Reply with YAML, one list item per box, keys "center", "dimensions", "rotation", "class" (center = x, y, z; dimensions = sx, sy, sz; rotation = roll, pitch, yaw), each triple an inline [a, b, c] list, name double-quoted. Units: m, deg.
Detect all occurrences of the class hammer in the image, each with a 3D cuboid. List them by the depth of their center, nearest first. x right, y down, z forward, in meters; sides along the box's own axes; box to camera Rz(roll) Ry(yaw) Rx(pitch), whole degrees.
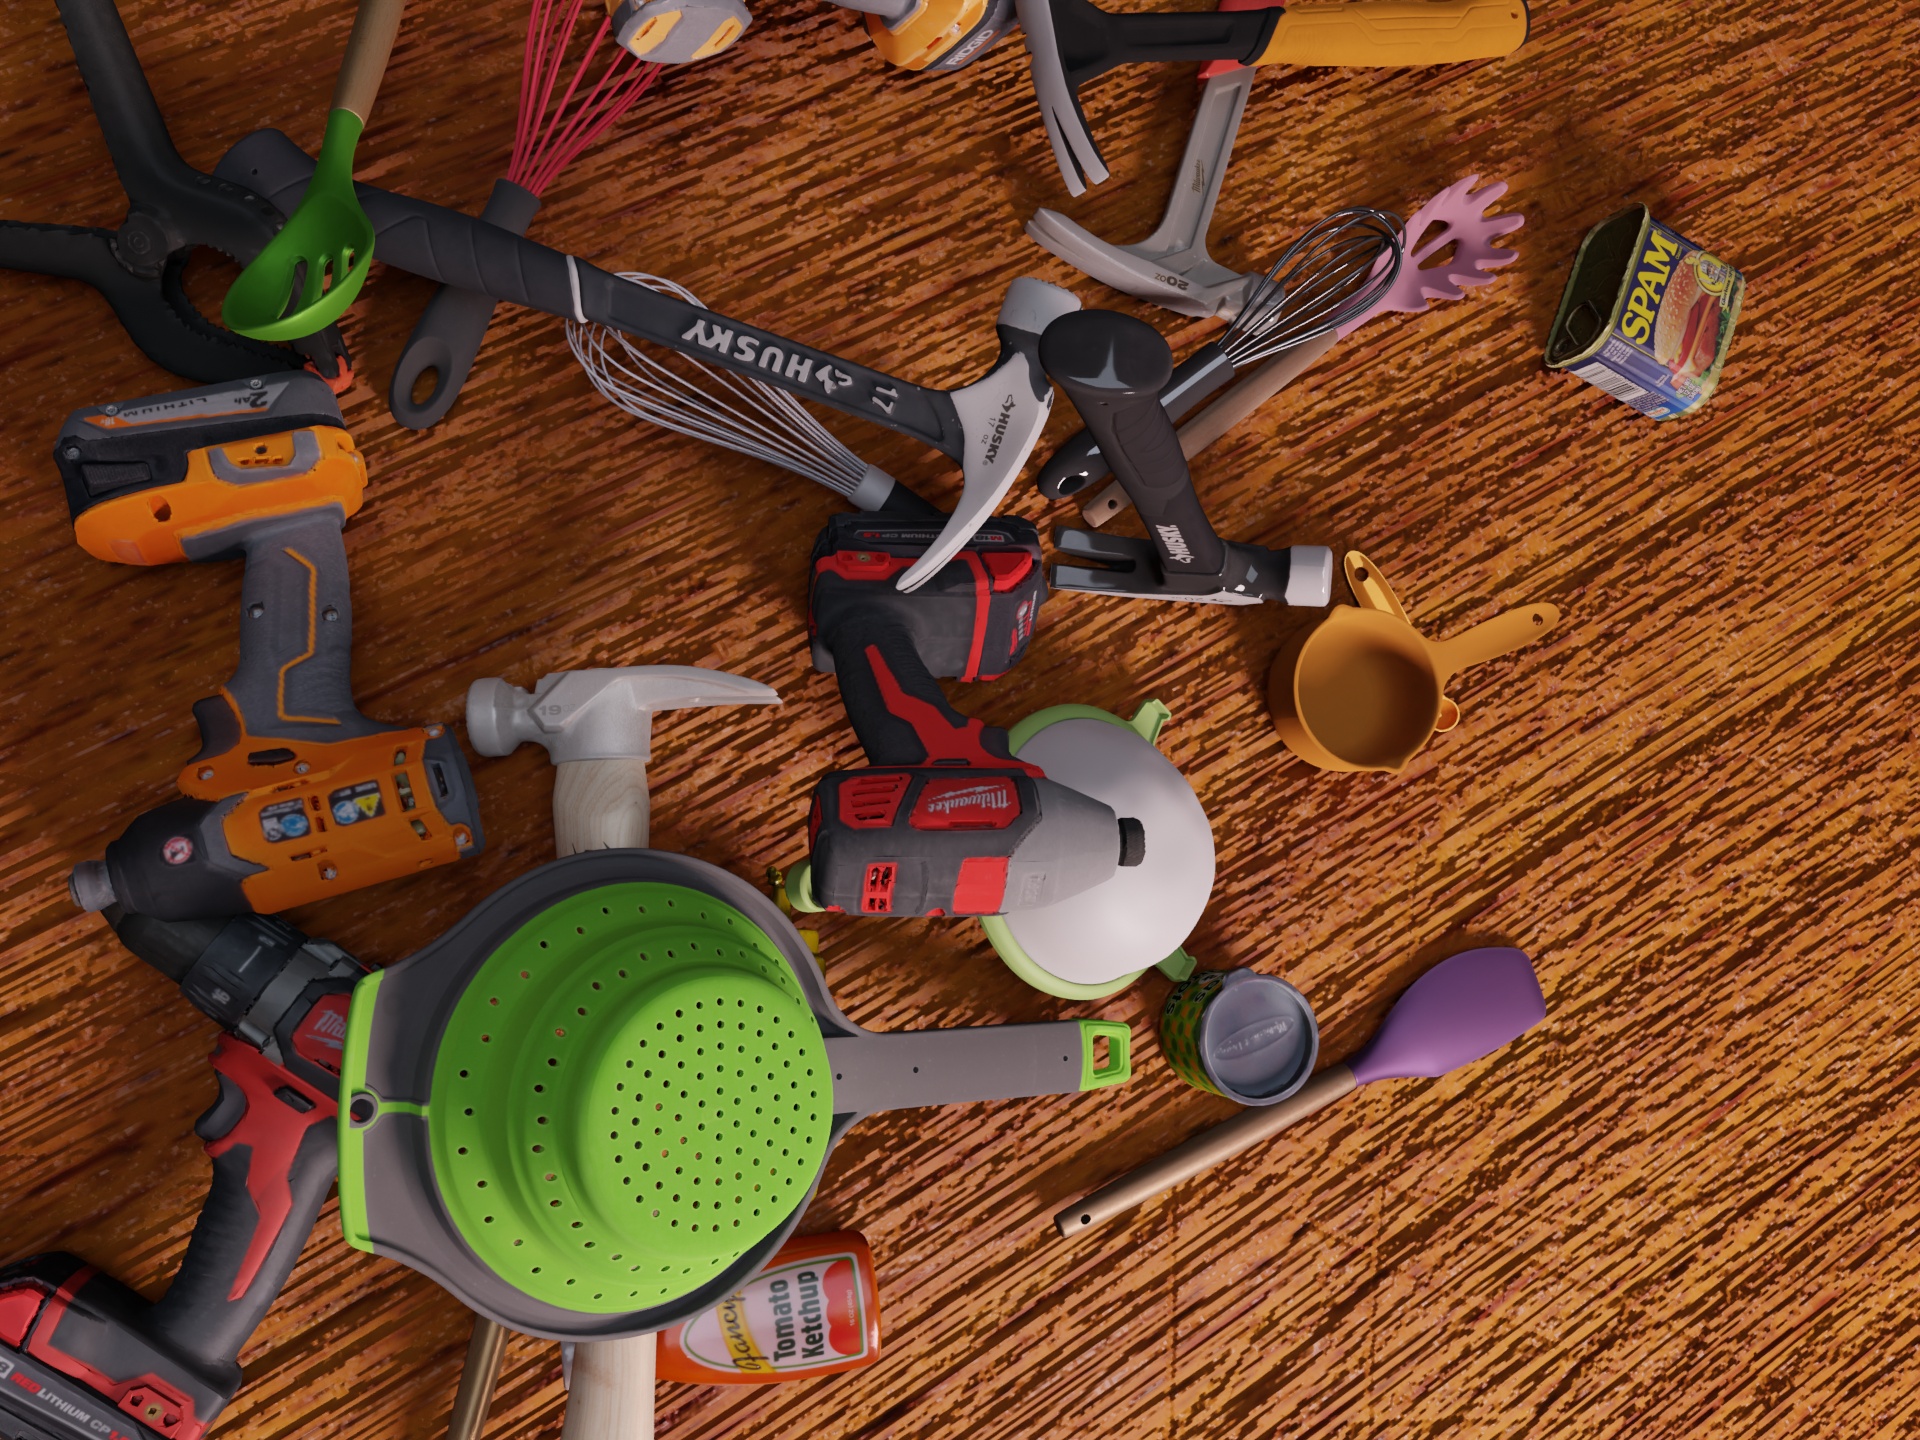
- center: [0.084, -0.104, 0.711]
  dimensions: [0.146, 0.334, 0.035]
  rotation: [4, 82, 16]
  class: "hammer"
- center: [-0.148, 0.177, 0.723]
  dimensions: [0.146, 0.038, 0.411]
  rotation: [-4, 80, 2]
  class: "hammer"
- center: [-0.159, -0.187, 0.731]
  dimensions: [0.409, 0.036, 0.149]
  rotation: [20, 92, 7]
  class: "hammer"
- center: [0.184, -0.365, 0.864]
  dimensions: [0.337, 0.034, 0.127]
  rotation: [-15, 94, -27]
  class: "hammer"
- center: [0.155, -0.404, 0.901]
  dimensions: [0.149, 0.037, 0.359]
  rotation: [19, 81, -13]
  class: "hammer"

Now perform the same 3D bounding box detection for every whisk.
- center: [-0.208, -0.276, 0.781]
  dimensions: [0.073, 0.073, 0.296]
  rotation: [26, 85, -12]
  class: "whisk"
- center: [-0.073, -0.134, 0.807]
  dimensions: [0.284, 0.070, 0.070]
  rotation: [31, 78, -16]
  class: "whisk"
- center: [0.138, -0.194, 0.850]
  dimensions: [0.239, 0.055, 0.055]
  rotation: [-37, 95, 1]
  class: "whisk"

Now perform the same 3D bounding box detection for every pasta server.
- center: [0.192, -0.204, 0.891]
  dimensions: [0.316, 0.040, 0.060]
  rotation: [-38, 106, -14]
  class: "pasta server"

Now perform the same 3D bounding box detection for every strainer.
- center: [0.039, 0.066, 0.760]
  dimensions: [0.256, 0.069, 0.151]
  rotation: [-3, 86, -40]
  class: "strainer"

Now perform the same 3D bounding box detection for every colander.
- center: [-0.053, 0.158, 0.689]
  dimensions: [0.396, 0.094, 0.204]
  rotation: [4, 83, -36]
  class: "colander"

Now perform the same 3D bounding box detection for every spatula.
- center: [0.189, 0.201, 0.862]
  dimensions: [0.316, 0.018, 0.060]
  rotation: [-23, 93, -17]
  class: "spatula"

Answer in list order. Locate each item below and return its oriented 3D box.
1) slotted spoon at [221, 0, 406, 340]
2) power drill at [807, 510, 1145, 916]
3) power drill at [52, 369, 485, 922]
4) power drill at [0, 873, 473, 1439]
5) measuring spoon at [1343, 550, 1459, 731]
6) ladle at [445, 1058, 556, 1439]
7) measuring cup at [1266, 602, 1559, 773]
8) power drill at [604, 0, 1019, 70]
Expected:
- center: [-0.275, -0.295, 0.733]
  dimensions: [0.070, 0.031, 0.314]
  rotation: [-5, 63, 18]
  class: "slotted spoon"
- center: [-0.001, -0.002, 0.730]
  dimensions: [0.143, 0.078, 0.220]
  rotation: [0, 42, -9]
  class: "power drill"
- center: [-0.318, -0.026, 0.695]
  dimensions: [0.164, 0.084, 0.226]
  rotation: [-16, 80, -20]
  class: "power drill"
- center: [-0.341, 0.190, 0.692]
  dimensions: [0.188, 0.080, 0.227]
  rotation: [38, 74, -9]
  class: "power drill"
- center: [0.250, -0.045, 0.908]
  dimensions: [0.021, 0.011, 0.117]
  rotation: [-30, 90, -3]
  class: "measuring spoon"
- center: [-0.222, 0.312, 0.722]
  dimensions: [0.078, 0.062, 0.320]
  rotation: [16, 78, -13]
  class: "ladle"
- center: [0.249, -0.029, 0.882]
  dimensions: [0.173, 0.052, 0.095]
  rotation: [-21, 91, -16]
  class: "measuring cup"
- center: [-0.087, -0.413, 0.774]
  dimensions: [0.226, 0.084, 0.185]
  rotation: [-14, 89, -39]
  class: "power drill"
